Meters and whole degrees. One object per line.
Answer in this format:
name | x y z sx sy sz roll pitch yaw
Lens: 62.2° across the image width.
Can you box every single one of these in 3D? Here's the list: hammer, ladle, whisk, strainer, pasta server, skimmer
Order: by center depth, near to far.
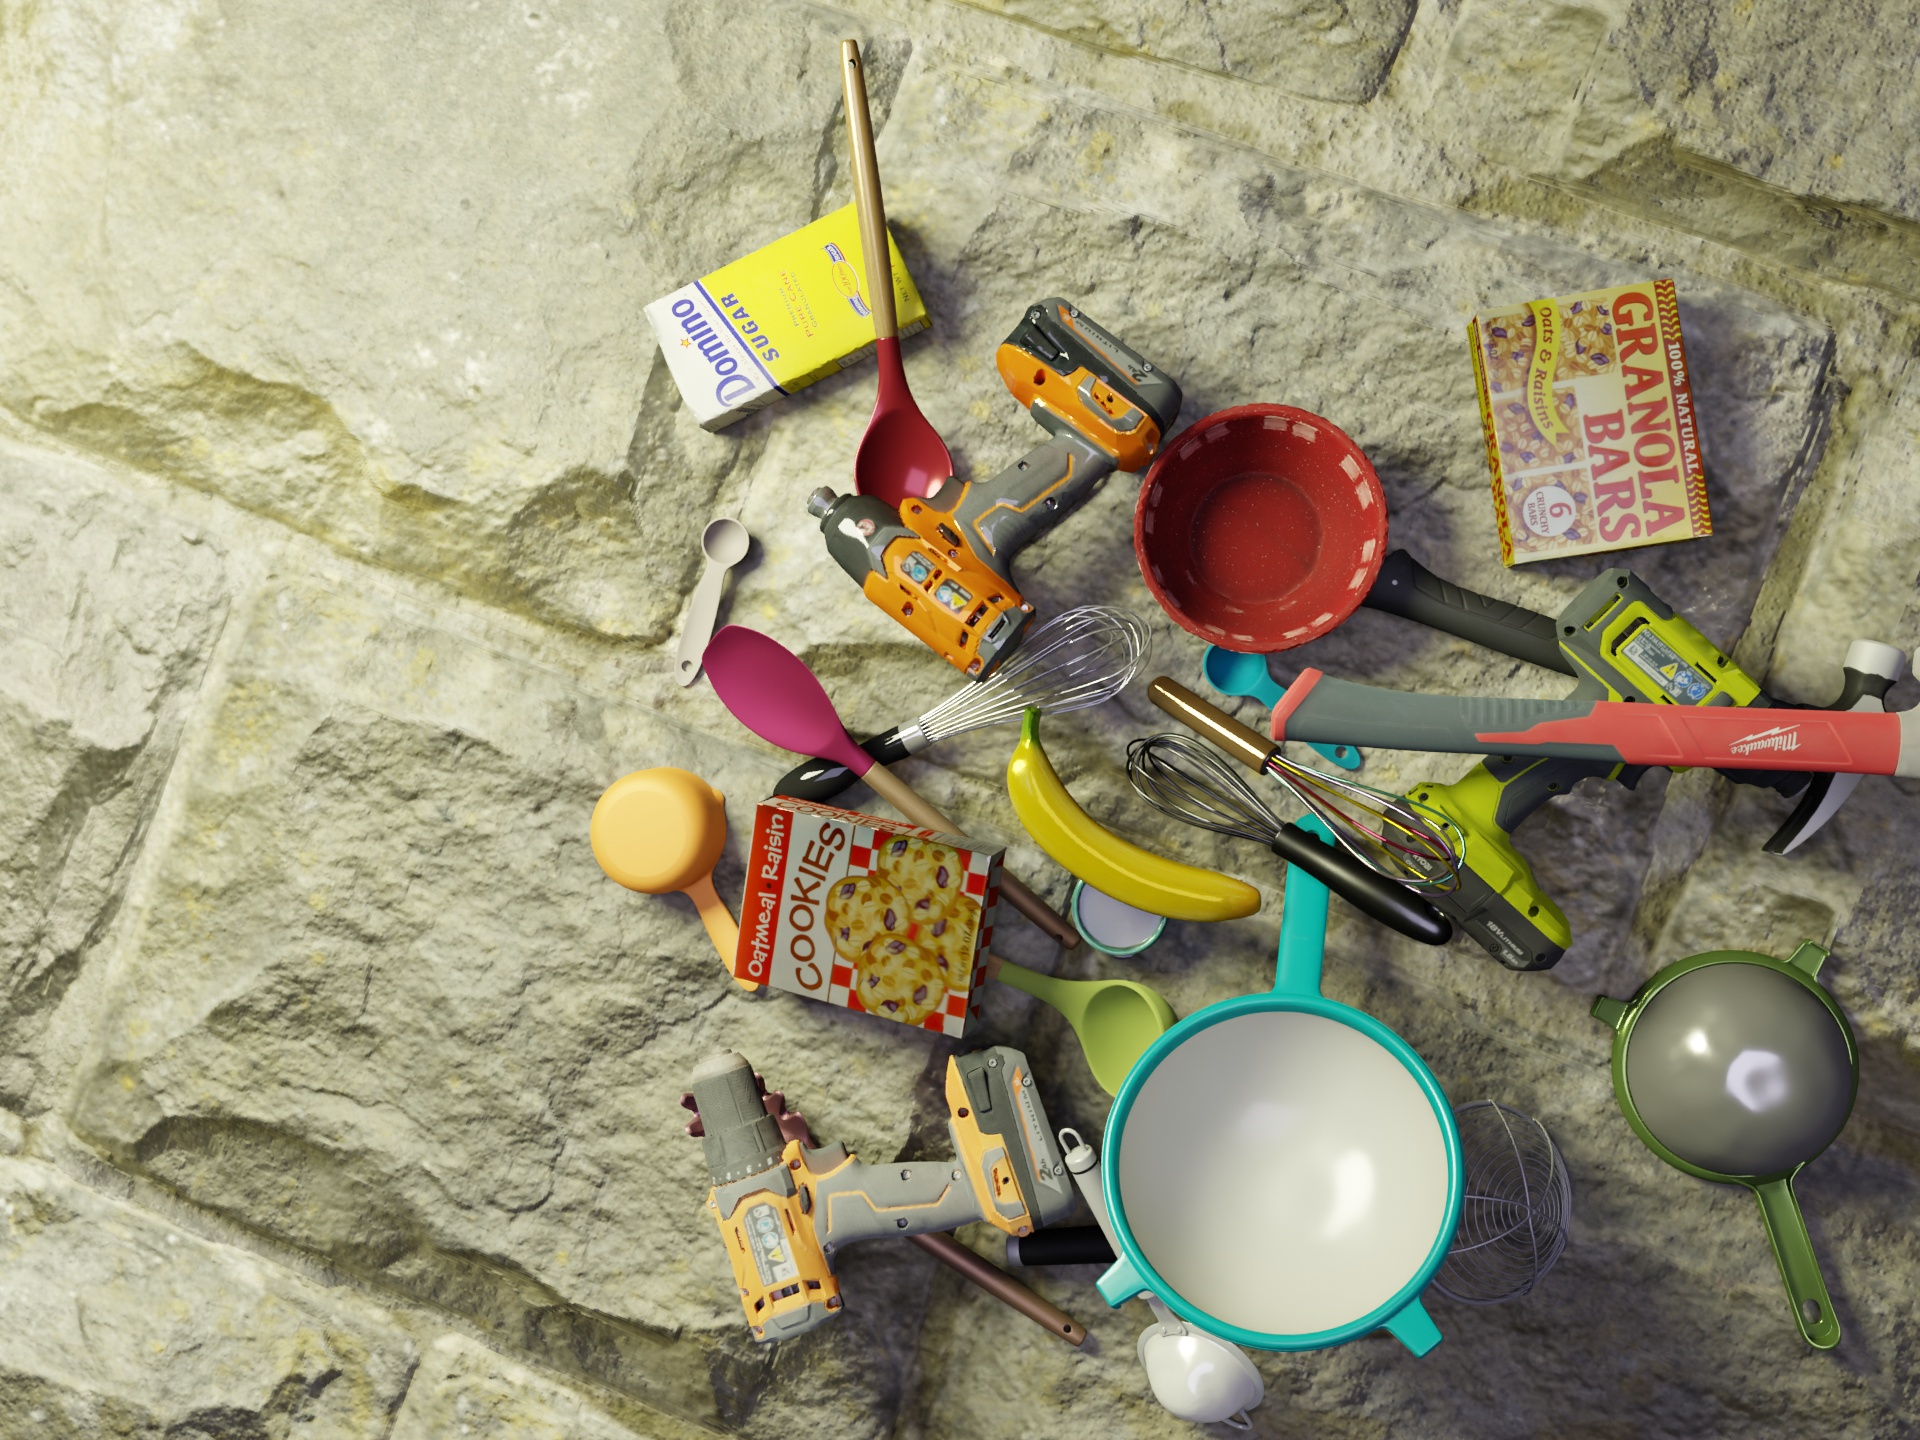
hammer | 0.377 0.022 0.926 0.386 0.038 0.143 3 98 13
strainer | 0.508 0.273 0.992 0.151 0.069 0.256 -17 86 7
whisk | 0.213 0.034 1.001 0.245 0.047 0.051 36 104 34
strainer | 0.211 0.227 1.001 0.211 0.095 0.341 2 58 19
whisk | 0.206 0.075 1.017 0.239 0.055 0.055 32 94 25
strainer | 0.122 0.371 1.023 0.087 0.050 0.258 -20 103 37
hammer | 0.416 -0.031 1.025 0.335 0.035 0.146 21 91 7
ladle | -0.053 -0.278 1.044 0.069 0.031 0.315 -11 107 -12
skimmer | 0.213 0.329 1.051 0.363 0.090 0.127 -10 86 17
ladle | -0.001 0.162 1.068 0.320 0.062 0.078 23 112 10
whisk | -0.002 -0.003 1.070 0.284 0.070 0.070 -25 86 11
pasta server | -0.051 0.333 1.081 0.316 0.040 0.060 32 78 5

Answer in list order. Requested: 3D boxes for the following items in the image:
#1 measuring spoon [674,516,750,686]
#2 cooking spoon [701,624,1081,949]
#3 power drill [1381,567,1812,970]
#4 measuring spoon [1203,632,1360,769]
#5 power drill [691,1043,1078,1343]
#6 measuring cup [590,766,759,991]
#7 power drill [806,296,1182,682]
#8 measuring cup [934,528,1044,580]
measuring spoon | -0.176 -0.083 1.116 0.034 0.018 0.124 20 99 7
cooking spoon | -0.042 0.049 1.059 0.319 0.017 0.068 41 121 -6
power drill | 0.388 0.042 0.982 0.171 0.080 0.223 43 107 5
measuring spoon | 0.215 -0.010 1.063 0.128 0.021 0.042 39 94 -3
power drill | -0.057 0.279 1.041 0.226 0.084 0.185 -19 81 -4
measuring cup | -0.189 0.112 1.093 0.095 0.052 0.174 -31 84 6
power drill | 0.019 -0.159 1.029 0.164 0.084 0.226 37 82 4
measuring cup | 0.029 -0.121 1.074 0.167 0.038 0.083 -41 85 6
